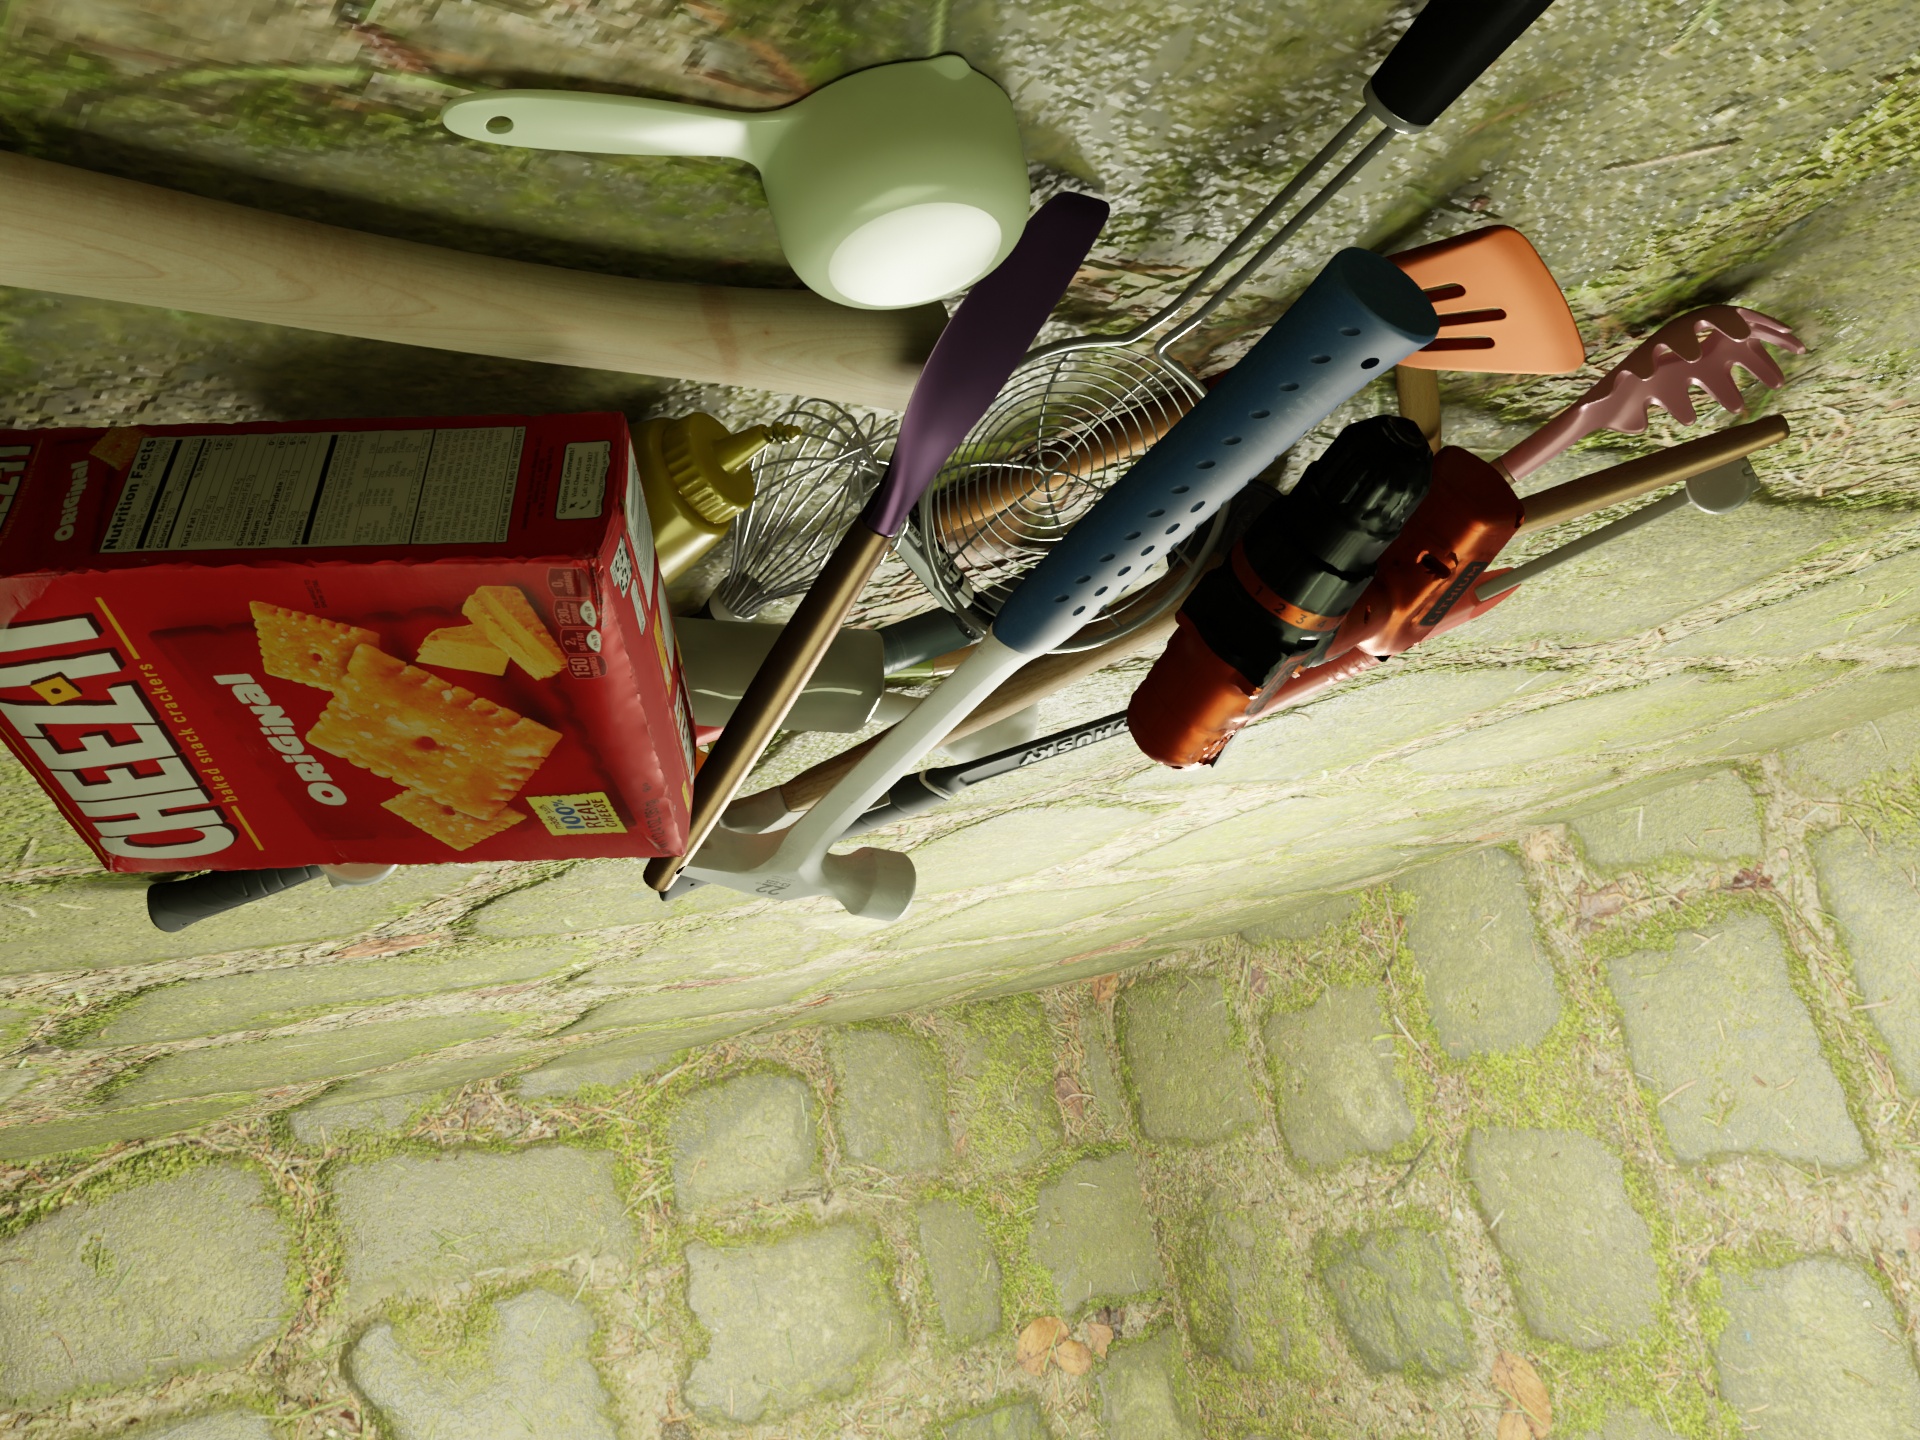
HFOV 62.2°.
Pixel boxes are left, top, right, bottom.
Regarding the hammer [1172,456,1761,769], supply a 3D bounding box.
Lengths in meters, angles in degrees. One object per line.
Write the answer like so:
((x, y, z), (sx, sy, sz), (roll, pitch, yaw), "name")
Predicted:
((0.273, -0.061, 0.916), (0.359, 0.037, 0.149), (-27, 177, 25), "hammer")

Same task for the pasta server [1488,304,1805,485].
((0.247, -0.101, 0.776), (0.316, 0.040, 0.060), (-36, 145, 29), "pasta server")

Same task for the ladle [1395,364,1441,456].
((0.222, -0.130, 0.766), (0.069, 0.031, 0.315), (-20, 162, 13), "ladle")

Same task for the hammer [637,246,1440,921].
((0.012, -0.027, 0.601), (0.144, 0.035, 0.405), (14, 142, -30), "hammer")

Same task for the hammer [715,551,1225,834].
((-0.001, -0.003, 0.821), (0.331, 0.031, 0.130), (-27, 169, 31), "hammer")

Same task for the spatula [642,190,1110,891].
((-0.043, -0.050, 0.568), (0.059, 0.018, 0.315), (-18, 148, -57), "spatula")

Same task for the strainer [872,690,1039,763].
((-0.019, -0.001, 1.005), (0.087, 0.050, 0.258), (-40, 151, 27), "strainer")

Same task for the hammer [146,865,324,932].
((-0.364, 0.074, 0.976), (0.335, 0.035, 0.146), (-19, 164, 19), "hammer")

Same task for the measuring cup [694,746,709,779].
((-0.189, -0.003, 0.832), (0.095, 0.052, 0.173), (-26, 147, -21), "measuring cup")

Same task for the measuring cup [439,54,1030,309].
((-0.054, -0.145, 0.434), (0.167, 0.038, 0.083), (-7, 164, -32), "measuring cup")

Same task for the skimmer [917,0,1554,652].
((0.103, -0.134, 0.509), (0.127, 0.090, 0.363), (13, 153, -23), "skimmer")

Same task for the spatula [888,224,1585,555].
((0.083, -0.118, 0.655), (0.322, 0.041, 0.080), (-20, 140, 29), "spatula")

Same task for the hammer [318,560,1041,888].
((-0.114, -0.004, 0.770), (0.386, 0.038, 0.143), (-21, -179, -20), "hammer")

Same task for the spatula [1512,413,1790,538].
((0.259, -0.083, 0.819), (0.317, 0.044, 0.082), (-19, -177, 34), "spatula")

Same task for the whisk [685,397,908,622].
((-0.089, -0.062, 0.692), (0.070, 0.070, 0.284), (-6, 168, -26), "whisk")

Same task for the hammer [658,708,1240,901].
((0.003, 0.036, 1.007), (0.409, 0.036, 0.149), (-18, 150, -7), "hammer")

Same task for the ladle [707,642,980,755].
((0.010, -0.026, 0.906), (0.320, 0.062, 0.078), (-11, 164, -19), "ladle")

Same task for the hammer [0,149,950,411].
((-0.172, -0.117, 0.441), (0.410, 0.038, 0.146), (-1, 162, -40), "hammer")
